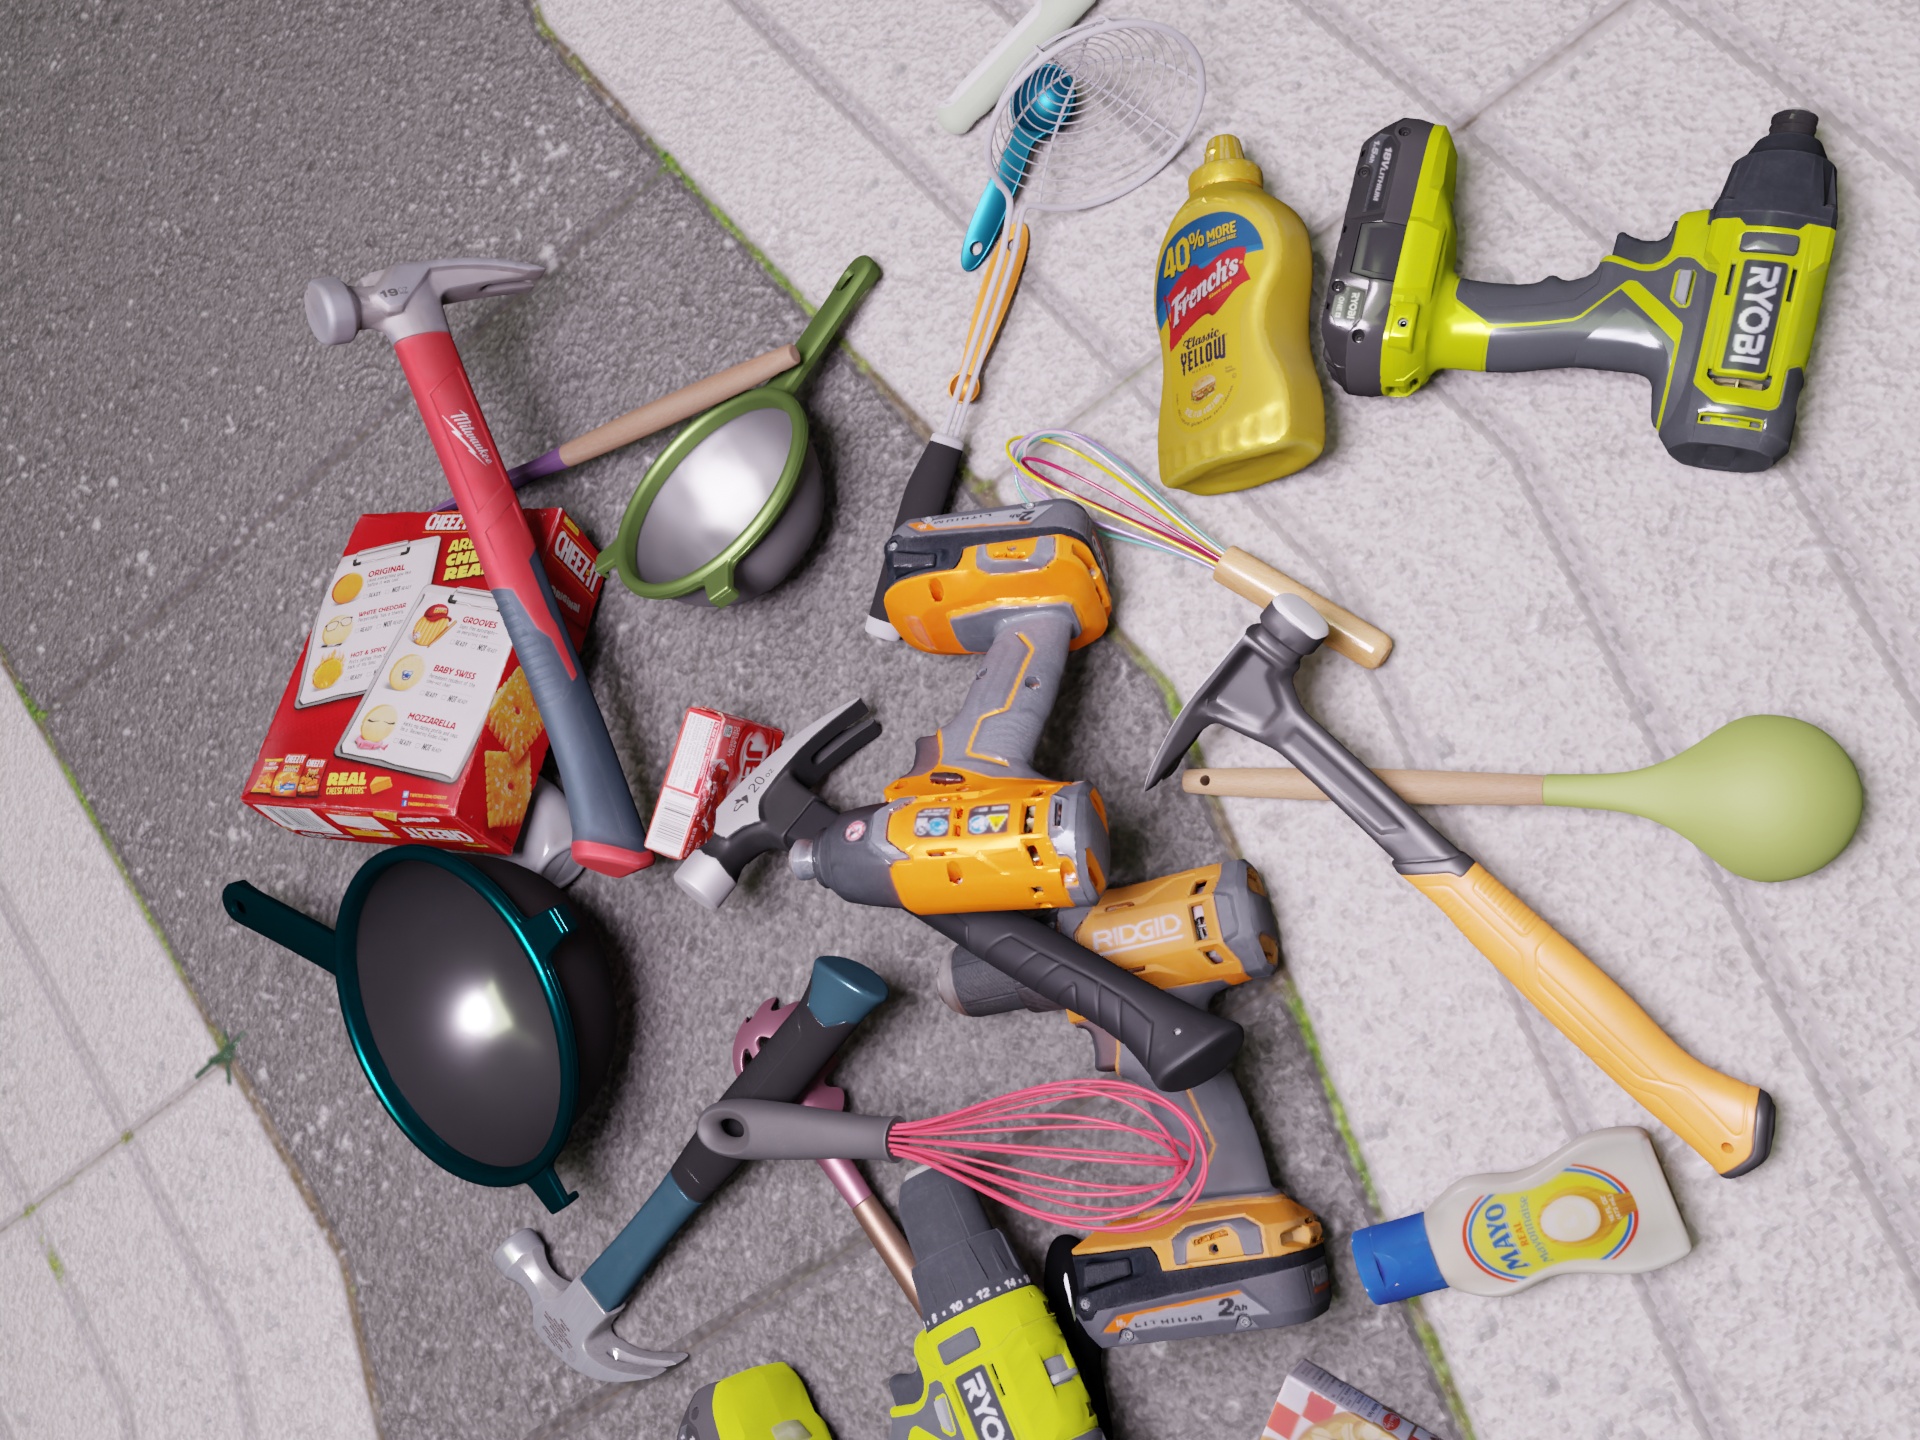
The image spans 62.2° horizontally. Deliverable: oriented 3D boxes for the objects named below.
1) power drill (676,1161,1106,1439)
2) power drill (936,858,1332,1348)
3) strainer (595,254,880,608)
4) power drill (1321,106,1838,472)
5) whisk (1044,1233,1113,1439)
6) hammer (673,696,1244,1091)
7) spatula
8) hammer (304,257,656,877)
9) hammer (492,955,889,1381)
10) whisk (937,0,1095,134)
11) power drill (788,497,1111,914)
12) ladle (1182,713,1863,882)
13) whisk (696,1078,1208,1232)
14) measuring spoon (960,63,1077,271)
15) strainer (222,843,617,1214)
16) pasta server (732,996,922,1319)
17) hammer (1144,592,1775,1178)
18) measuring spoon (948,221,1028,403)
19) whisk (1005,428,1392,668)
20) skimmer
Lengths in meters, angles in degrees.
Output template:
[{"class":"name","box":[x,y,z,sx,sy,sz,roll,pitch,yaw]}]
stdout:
[{"class":"power drill","box":[-0.039,0.358,0.829,0.228,0.080,0.191,-38,63,25]},{"class":"power drill","box":[0.085,0.198,0.822,0.185,0.084,0.226,-16,72,21]},{"class":"strainer","box":[-0.107,-0.166,0.973,0.152,0.069,0.256,16,70,48]},{"class":"power drill","box":[0.306,-0.225,0.791,0.223,0.080,0.171,13,88,21]},{"class":"whisk","box":[0.073,0.411,0.812,0.070,0.070,0.285,-14,72,21]},{"class":"hammer","box":[0.002,0.096,0.833,0.335,0.035,0.146,25,67,36]},{"class":"spatula","box":[-0.233,-0.176,1.010,0.316,0.060,0.018,-17,103,27]},{"class":"hammer","box":[-0.253,-0.094,0.952,0.038,0.143,0.386,-26,85,54]},{"class":"hammer","box":[-0.149,0.254,0.908,0.128,0.033,0.331,46,112,19]},{"class":"whisk","box":[0.077,-0.440,0.937,0.246,0.059,0.058,-41,31,17]},{"class":"power drill","box":[-0.001,-0.003,0.838,0.164,0.084,0.227,-6,55,18]},{"class":"ladle","box":[0.266,0.035,0.793,0.320,0.062,0.078,0,84,30]},{"class":"whisk","box":[-0.016,0.211,0.794,0.296,0.073,0.073,-5,80,31]},{"class":"measuring spoon","box":[0.034,-0.329,0.958,0.042,0.021,0.128,32,105,26]},{"class":"strainer","box":[-0.328,0.150,0.997,0.340,0.095,0.211,16,112,32]},{"class":"pasta server","box":[-0.036,0.291,0.890,0.060,0.040,0.316,-42,73,13]},{"class":"hammer","box":[0.243,0.092,0.772,0.337,0.034,0.127,44,122,15]},{"class":"measuring spoon","box":[0.019,-0.244,0.953,0.021,0.011,0.117,18,86,16]},{"class":"whisk","box":[0.123,-0.095,0.868,0.245,0.047,0.051,34,99,20]},{"class":"skimmer","box":[0.031,-0.210,0.897,0.090,0.127,0.363,27,102,42]}]
